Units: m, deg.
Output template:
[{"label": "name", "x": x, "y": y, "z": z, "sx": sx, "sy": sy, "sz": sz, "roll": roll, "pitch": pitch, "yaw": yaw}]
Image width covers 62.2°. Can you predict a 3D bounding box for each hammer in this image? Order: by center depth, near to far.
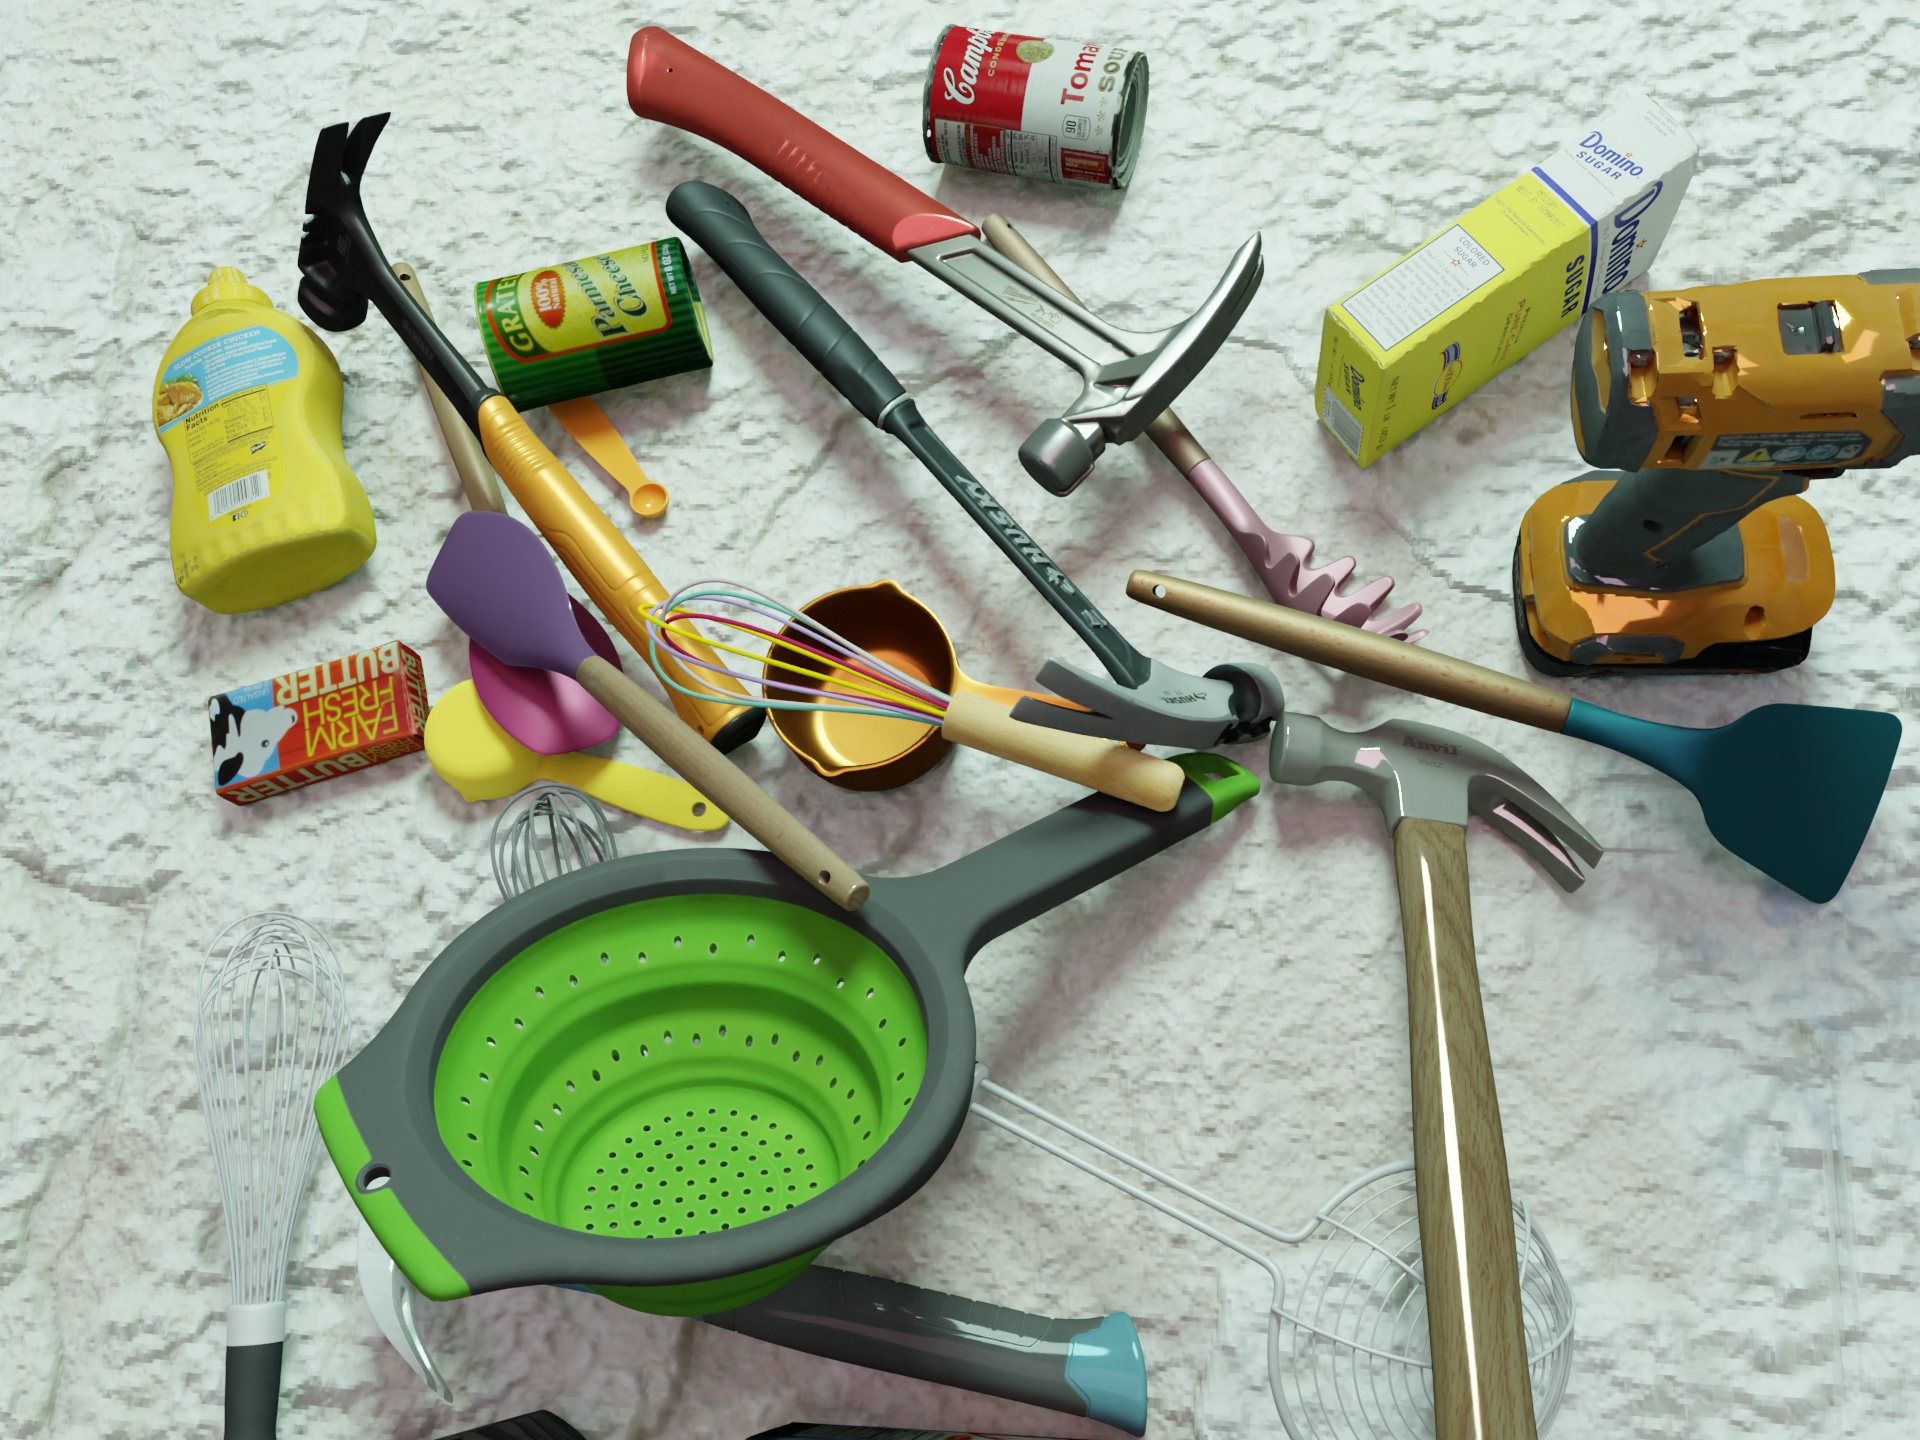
[{"label": "hammer", "x": 0.184, "y": 0.136, "z": 0.587, "sx": 0.130, "sy": 0.031, "sz": 0.332, "roll": 8, "pitch": 52, "yaw": -1}, {"label": "hammer", "x": -0.087, "y": 0.230, "z": 0.642, "sx": 0.331, "sy": 0.033, "sz": 0.128, "roll": 9, "pitch": 56, "yaw": 9}, {"label": "hammer", "x": -0.025, "y": -0.132, "z": 0.739, "sx": 0.409, "sy": 0.149, "sz": 0.036, "roll": 50, "pitch": 121, "yaw": 27}, {"label": "hammer", "x": -0.201, "y": -0.124, "z": 0.745, "sx": 0.034, "sy": 0.127, "sz": 0.337, "roll": -33, "pitch": 80, "yaw": -38}, {"label": "hammer", "x": -0.031, "y": -0.257, "z": 0.781, "sx": 0.359, "sy": 0.036, "sz": 0.149, "roll": 39, "pitch": 83, "yaw": 22}]

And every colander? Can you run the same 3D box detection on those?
[{"label": "colander", "x": -0.033, "y": 0.116, "z": 0.618, "sx": 0.397, "sy": 0.094, "sz": 0.205, "roll": -23, "pitch": 41, "yaw": -31}]

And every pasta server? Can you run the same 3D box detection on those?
[{"label": "pasta server", "x": 0.103, "y": -0.143, "z": 0.754, "sx": 0.040, "sy": 0.060, "sz": 0.316, "roll": -50, "pitch": 62, "yaw": 31}]

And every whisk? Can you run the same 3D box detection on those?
[{"label": "whisk", "x": -0.026, "y": -0.008, "z": 0.667, "sx": 0.245, "sy": 0.047, "sz": 0.051, "roll": 19, "pitch": 73, "yaw": 11}, {"label": "whisk", "x": -0.153, "y": 0.127, "z": 0.673, "sx": 0.055, "sy": 0.055, "sz": 0.239, "roll": -24, "pitch": 60, "yaw": 0}, {"label": "whisk", "x": -0.298, "y": 0.223, "z": 0.679, "sx": 0.070, "sy": 0.070, "sz": 0.285, "roll": -6, "pitch": 75, "yaw": 7}]

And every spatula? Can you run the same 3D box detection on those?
[{"label": "spatula", "x": 0.221, "y": -0.009, "z": 0.657, "sx": 0.317, "sy": 0.044, "sz": 0.082, "roll": 19, "pitch": 99, "yaw": 10}, {"label": "spatula", "x": -0.144, "y": -0.012, "z": 0.682, "sx": 0.316, "sy": 0.018, "sz": 0.060, "roll": 36, "pitch": 101, "yaw": 34}]

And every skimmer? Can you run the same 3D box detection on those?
[{"label": "skimmer", "x": 0.063, "y": 0.184, "z": 0.647, "sx": 0.363, "sy": 0.090, "sz": 0.127, "roll": 22, "pitch": 77, "yaw": 26}]

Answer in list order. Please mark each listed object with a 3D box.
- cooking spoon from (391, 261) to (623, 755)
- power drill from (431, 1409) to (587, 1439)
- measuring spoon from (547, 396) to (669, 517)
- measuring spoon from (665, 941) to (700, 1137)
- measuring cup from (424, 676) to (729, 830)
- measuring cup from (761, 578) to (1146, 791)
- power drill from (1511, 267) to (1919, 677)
[{"label": "cooking spoon", "x": -0.241, "y": -0.117, "z": 0.799, "sx": 0.068, "sy": 0.017, "sz": 0.319, "roll": -15, "pitch": 63, "yaw": -23}, {"label": "power drill", "x": -0.177, "y": 0.387, "z": 0.587, "sx": 0.190, "sy": 0.080, "sz": 0.229, "roll": -17, "pitch": 71, "yaw": 3}, {"label": "measuring spoon", "x": -0.184, "y": -0.142, "z": 0.815, "sx": 0.021, "sy": 0.011, "sz": 0.117, "roll": -36, "pitch": 65, "yaw": -13}, {"label": "measuring spoon", "x": -0.123, "y": 0.126, "z": 0.707, "sx": 0.034, "sy": 0.018, "sz": 0.124, "roll": 2, "pitch": 77, "yaw": 8}, {"label": "measuring cup", "x": -0.181, "y": 0.020, "z": 0.742, "sx": 0.156, "sy": 0.029, "sz": 0.062, "roll": 16, "pitch": 74, "yaw": 15}, {"label": "measuring cup", "x": -0.001, "y": -0.002, "z": 0.713, "sx": 0.173, "sy": 0.052, "sz": 0.095, "roll": 13, "pitch": 73, "yaw": 11}, {"label": "power drill", "x": 0.313, "y": -0.090, "z": 0.600, "sx": 0.185, "sy": 0.226, "sz": 0.084, "roll": -1, "pitch": 70, "yaw": 8}]
